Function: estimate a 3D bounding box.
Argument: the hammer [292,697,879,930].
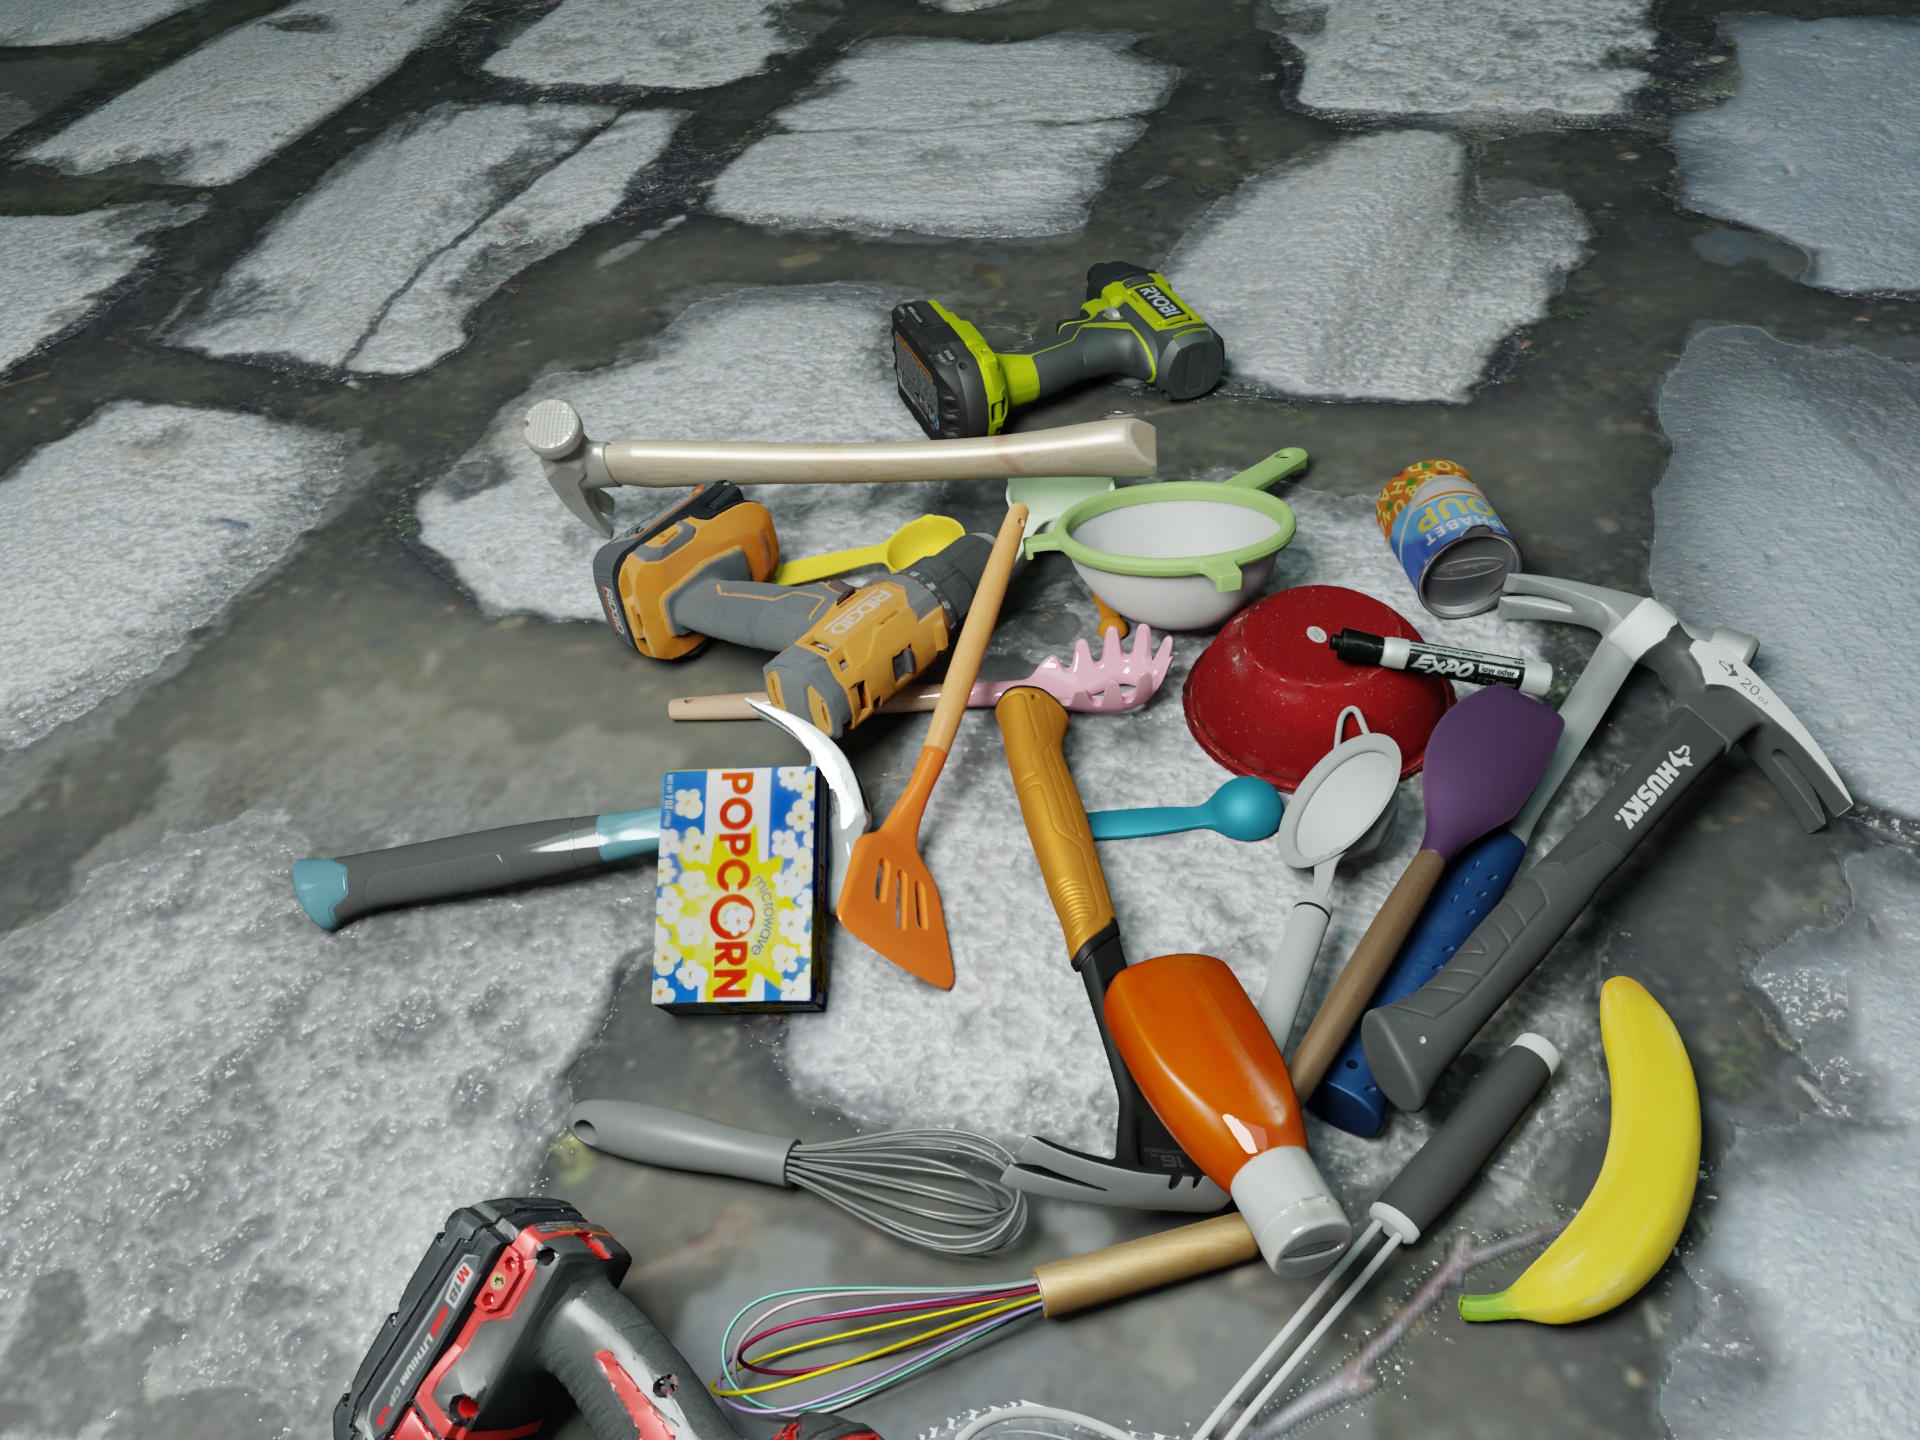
[{"bbox_3d":[-0.214,0.070,0.895,0.331,0.033,0.128,-10,72,5],"label":"hammer"}]

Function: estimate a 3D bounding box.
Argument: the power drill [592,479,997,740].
[{"bbox_3d":[-0.097,-0.084,1.005,0.226,0.084,0.185,23,48,34],"label":"power drill"}]

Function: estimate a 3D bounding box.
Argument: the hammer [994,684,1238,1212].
[{"bbox_3d":[0.056,0.097,0.815,0.127,0.034,0.337,10,38,-20],"label":"hammer"}]

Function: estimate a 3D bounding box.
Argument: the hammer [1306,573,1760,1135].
[{"bbox_3d":[0.288,0.054,0.850,0.144,0.035,0.405,25,53,27],"label":"hammer"}]

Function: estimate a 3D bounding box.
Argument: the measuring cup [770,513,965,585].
[{"bbox_3d":[-0.067,-0.101,1.087,0.156,0.029,0.062,-10,47,16],"label":"measuring cup"}]

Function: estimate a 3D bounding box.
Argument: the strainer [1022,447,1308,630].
[{"bbox_3d":[0.166,-0.117,1.043,0.151,0.069,0.256,13,30,33],"label":"strainer"}]

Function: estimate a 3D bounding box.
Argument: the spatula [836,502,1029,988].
[{"bbox_3d":[-0.001,-0.003,0.905,0.041,0.081,0.323,-21,42,47],"label":"spatula"}]

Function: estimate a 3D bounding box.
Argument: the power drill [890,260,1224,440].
[{"bbox_3d":[0.067,-0.290,1.224,0.223,0.080,0.171,-17,44,-14],"label":"power drill"}]

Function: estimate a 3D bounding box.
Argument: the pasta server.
[{"bbox_3d":[-0.028,-0.020,0.980,0.316,0.040,0.060,-3,36,8],"label":"pasta server"}]

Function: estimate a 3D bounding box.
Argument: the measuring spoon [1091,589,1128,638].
[{"bbox_3d":[0.095,-0.094,1.055,0.021,0.011,0.117,-6,42,2],"label":"measuring spoon"}]

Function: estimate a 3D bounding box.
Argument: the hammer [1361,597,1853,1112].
[{"bbox_3d":[0.311,0.075,0.786,0.335,0.035,0.146,-38,74,-28],"label":"hammer"}]

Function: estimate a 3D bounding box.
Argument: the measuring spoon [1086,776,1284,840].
[{"bbox_3d":[0.117,0.050,0.893,0.128,0.021,0.042,-6,43,4],"label":"measuring spoon"}]

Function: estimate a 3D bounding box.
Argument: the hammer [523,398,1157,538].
[{"bbox_3d":[-0.074,-0.171,1.078,0.410,0.146,0.038,0,72,5],"label":"hammer"}]

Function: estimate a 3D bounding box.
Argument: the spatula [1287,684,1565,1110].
[{"bbox_3d":[0.220,0.085,0.786,0.060,0.018,0.316,30,55,17],"label":"spatula"}]

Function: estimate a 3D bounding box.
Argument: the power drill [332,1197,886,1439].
[{"bbox_3d":[-0.131,0.296,0.616,0.220,0.078,0.143,27,85,27],"label":"power drill"}]

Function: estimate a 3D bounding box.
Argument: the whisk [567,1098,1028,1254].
[{"bbox_3d":[-0.081,0.205,0.745,0.239,0.055,0.055,5,45,19],"label":"whisk"}]

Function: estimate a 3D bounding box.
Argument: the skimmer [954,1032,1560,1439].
[{"bbox_3d":[0.144,0.232,0.647,0.363,0.090,0.127,-37,50,-27],"label":"skimmer"}]

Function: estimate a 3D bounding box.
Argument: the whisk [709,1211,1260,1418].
[{"bbox_3d":[0.012,0.251,0.687,0.245,0.047,0.051,-12,55,-10],"label":"whisk"}]

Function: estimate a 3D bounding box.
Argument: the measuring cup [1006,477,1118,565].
[{"bbox_3d":[0.050,-0.118,1.068,0.083,0.038,0.168,12,50,32],"label":"measuring cup"}]

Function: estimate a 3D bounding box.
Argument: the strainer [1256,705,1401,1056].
[{"bbox_3d":[0.181,0.092,0.804,0.050,0.087,0.259,42,48,-12],"label":"strainer"}]
